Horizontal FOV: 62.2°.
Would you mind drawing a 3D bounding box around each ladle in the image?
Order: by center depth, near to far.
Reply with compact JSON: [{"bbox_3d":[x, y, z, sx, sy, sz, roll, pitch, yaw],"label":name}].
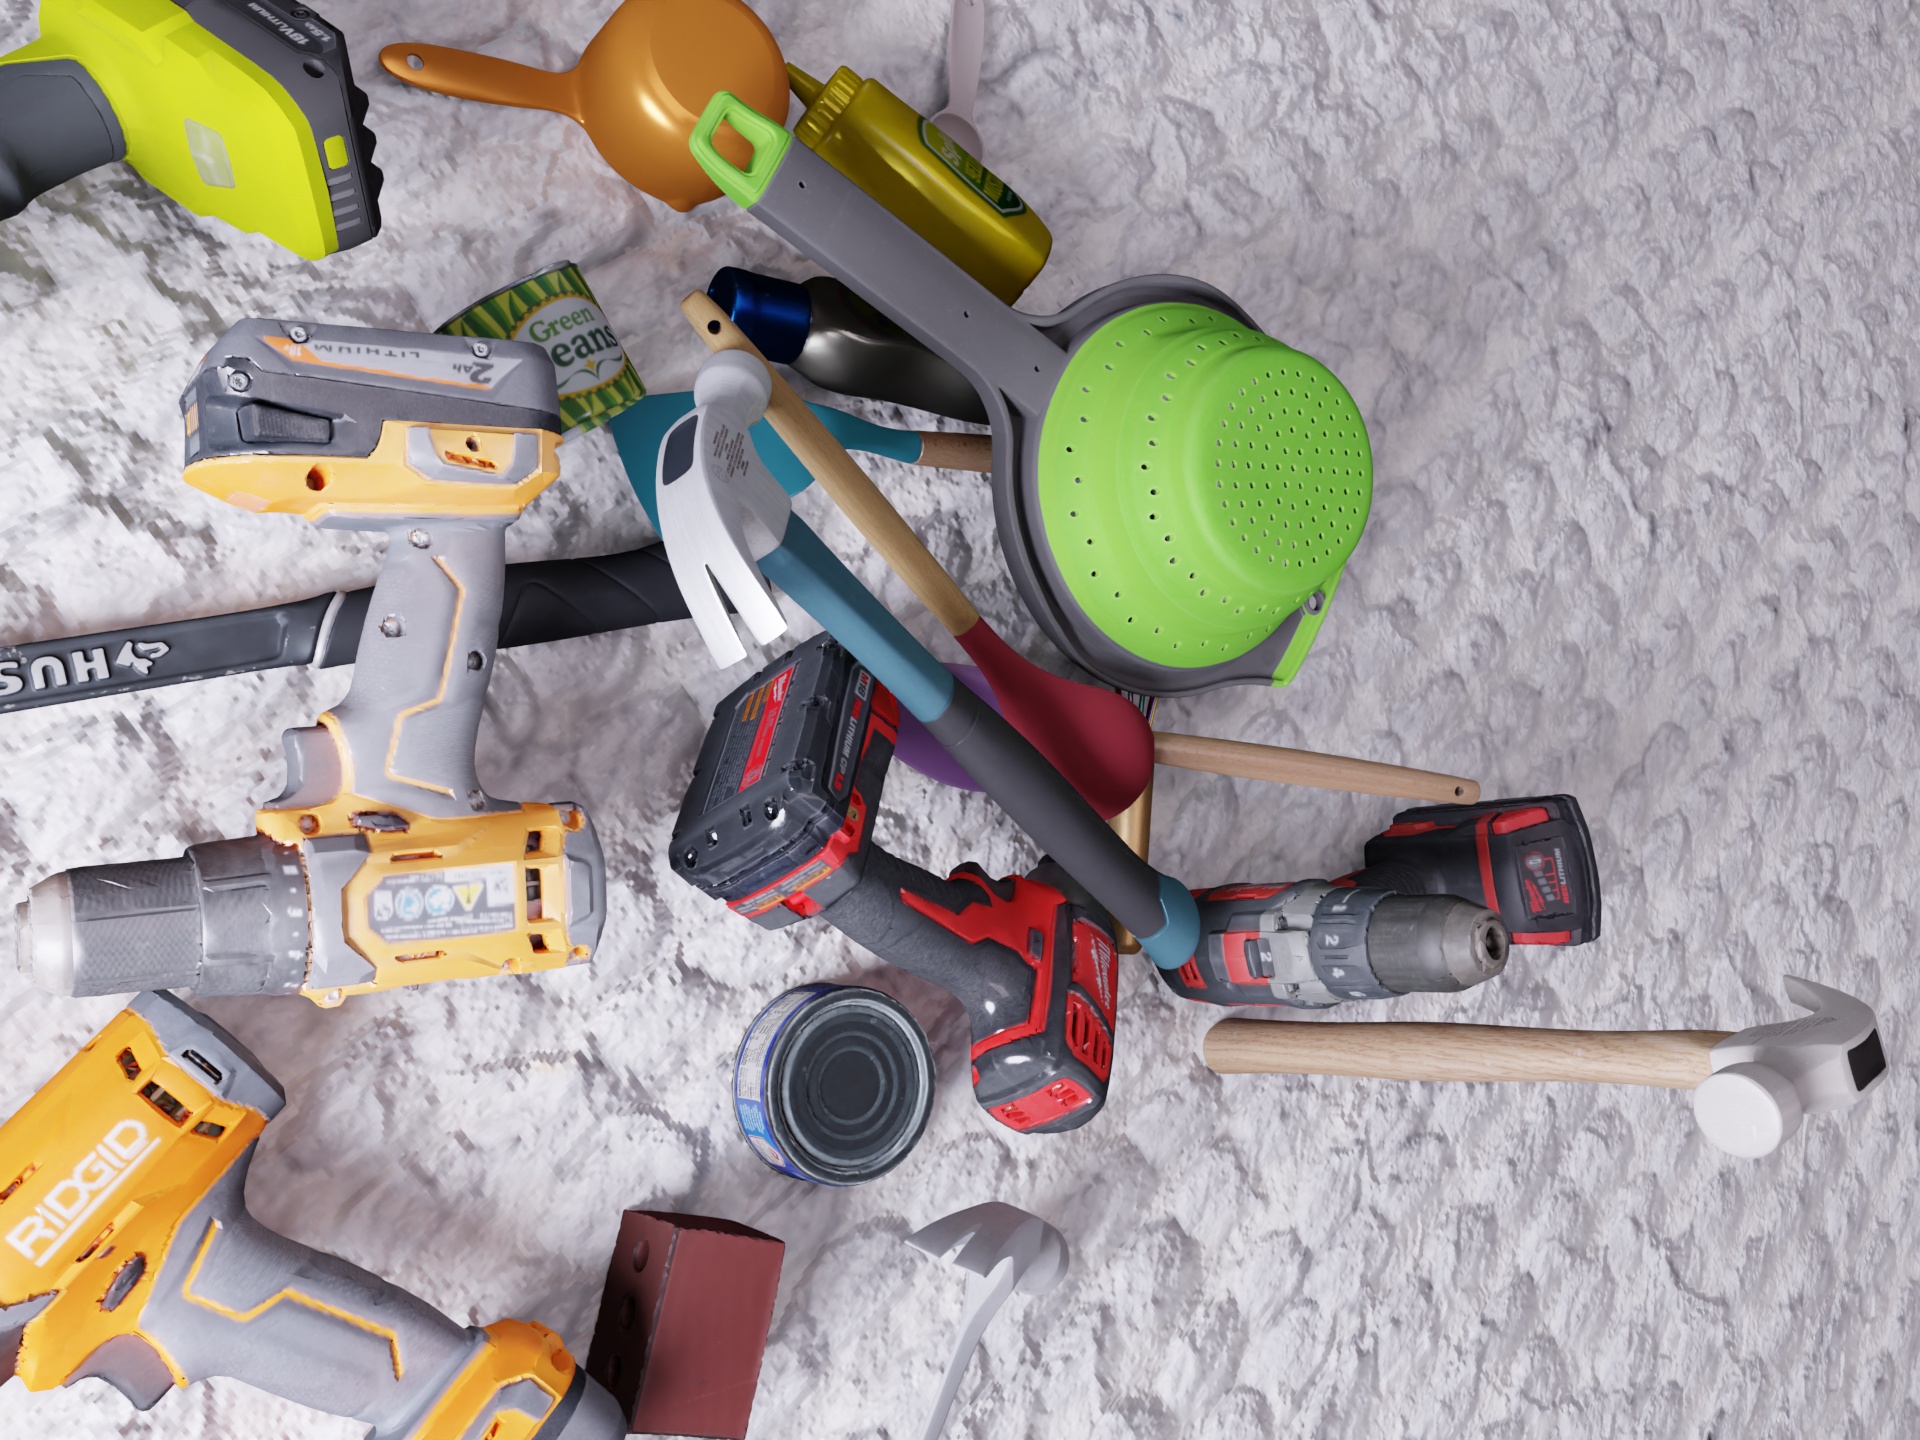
[{"bbox_3d":[-0.012,-0.061,0.696,0.069,0.031,0.315,-40,114,4],"label":"ladle"}]

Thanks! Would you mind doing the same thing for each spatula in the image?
[{"bbox_3d":[-0.010,-0.123,0.760,0.317,0.044,0.082,-4,56,-41],"label":"spatula"},{"bbox_3d":[0.116,0.018,0.784,0.315,0.018,0.060,7,97,-15],"label":"spatula"}]

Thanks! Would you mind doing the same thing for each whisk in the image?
[{"bbox_3d":[0.085,-0.005,0.806,0.047,0.051,0.245,6,84,-22],"label":"whisk"}]

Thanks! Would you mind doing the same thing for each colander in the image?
[{"bbox_3d":[0.062,-0.151,0.706,0.396,0.094,0.204,32,75,-27],"label":"colander"}]

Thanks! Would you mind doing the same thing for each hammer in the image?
[{"bbox_3d":[-0.252,-0.026,0.586,0.409,0.036,0.149,-13,91,-34],"label":"hammer"},{"bbox_3d":[-0.056,0.386,0.626,0.406,0.035,0.144,-66,157,-16],"label":"hammer"},{"bbox_3d":[-0.001,-0.002,0.663,0.330,0.033,0.128,45,33,-29],"label":"hammer"},{"bbox_3d":[0.233,0.146,0.701,0.130,0.331,0.031,-12,89,-35],"label":"hammer"}]

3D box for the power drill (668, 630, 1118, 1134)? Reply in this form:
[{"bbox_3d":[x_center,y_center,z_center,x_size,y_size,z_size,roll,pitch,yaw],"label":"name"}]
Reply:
[{"bbox_3d":[-0.012,0.069,0.693,0.219,0.078,0.143,43,35,-26],"label":"power drill"}]

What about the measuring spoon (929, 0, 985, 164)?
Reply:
[{"bbox_3d":[-0.002,-0.328,0.811,0.034,0.018,0.124,17,67,-30],"label":"measuring spoon"}]

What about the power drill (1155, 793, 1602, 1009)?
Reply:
[{"bbox_3d":[0.233,0.095,0.801,0.226,0.188,0.080,-10,89,-38],"label":"power drill"}]

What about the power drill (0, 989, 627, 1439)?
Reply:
[{"bbox_3d":[-0.244,0.222,0.530,0.226,0.084,0.164,47,62,-14],"label":"power drill"}]

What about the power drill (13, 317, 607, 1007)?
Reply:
[{"bbox_3d":[-0.220,-0.015,0.543,0.185,0.084,0.226,-3,91,-33],"label":"power drill"}]

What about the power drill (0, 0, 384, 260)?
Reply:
[{"bbox_3d":[-0.307,-0.162,0.509,0.171,0.080,0.223,35,57,16],"label":"power drill"}]

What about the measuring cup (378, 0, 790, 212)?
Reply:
[{"bbox_3d":[-0.153,-0.277,0.677,0.173,0.052,0.095,-5,86,-36],"label":"measuring cup"}]
